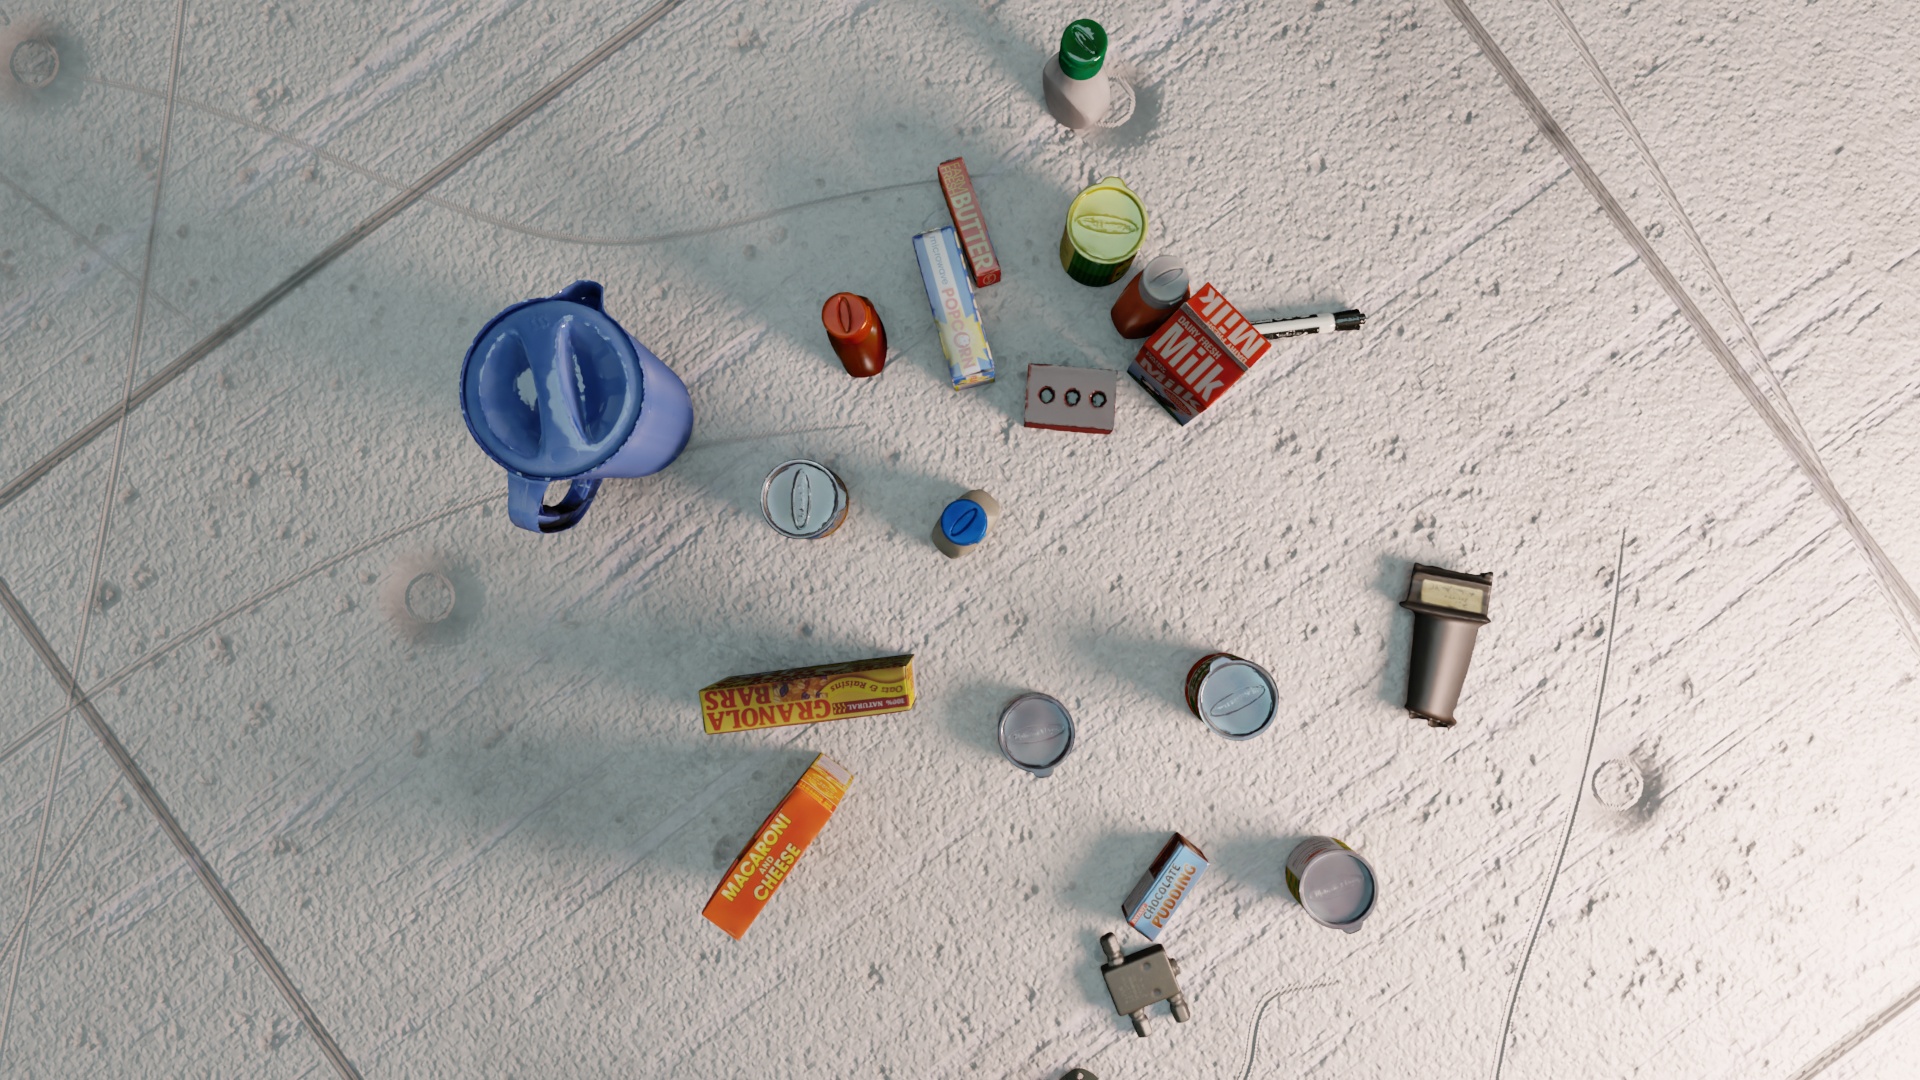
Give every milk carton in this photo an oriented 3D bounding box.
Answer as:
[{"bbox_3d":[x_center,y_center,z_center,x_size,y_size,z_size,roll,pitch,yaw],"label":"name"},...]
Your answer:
[{"bbox_3d":[0.191,-0.149,1.118,0.073,0.190,0.072,-44,89,0],"label":"milk carton"}]

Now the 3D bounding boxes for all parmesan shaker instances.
[{"bbox_3d":[0.119,-0.257,1.165,0.071,0.103,0.071,0,89,1],"label":"parmesan shaker"}]

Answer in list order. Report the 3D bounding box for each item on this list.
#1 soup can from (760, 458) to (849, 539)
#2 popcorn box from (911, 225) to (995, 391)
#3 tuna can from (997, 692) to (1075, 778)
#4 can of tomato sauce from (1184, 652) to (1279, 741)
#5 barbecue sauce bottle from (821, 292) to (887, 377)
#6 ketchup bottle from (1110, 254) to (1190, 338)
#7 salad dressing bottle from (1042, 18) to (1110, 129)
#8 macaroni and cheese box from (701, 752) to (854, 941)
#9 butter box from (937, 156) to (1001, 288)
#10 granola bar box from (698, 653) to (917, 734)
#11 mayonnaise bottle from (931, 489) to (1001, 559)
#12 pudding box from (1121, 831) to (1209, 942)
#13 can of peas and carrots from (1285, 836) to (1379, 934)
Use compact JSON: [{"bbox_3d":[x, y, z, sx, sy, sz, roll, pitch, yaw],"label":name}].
[{"bbox_3d":[-0.127,-0.033,1.174,0.071,0.084,0.071,0,89,1],"label":"soup can"},{"bbox_3d":[-0.005,-0.194,1.175,0.038,0.085,0.126,-16,89,1],"label":"popcorn box"},{"bbox_3d":[0.065,0.166,1.193,0.071,0.033,0.071,0,89,1],"label":"tuna can"},{"bbox_3d":[0.225,0.128,1.165,0.071,0.083,0.071,0,89,1],"label":"can of tomato sauce"},{"bbox_3d":[-0.087,-0.174,1.144,0.044,0.148,0.065,-7,89,1],"label":"barbecue sauce bottle"},{"bbox_3d":[0.161,-0.201,1.140,0.065,0.149,0.043,-27,89,1],"label":"ketchup bottle"},{"bbox_3d":[0.098,-0.384,1.145,0.044,0.147,0.064,-42,89,1],"label":"salad dressing bottle"},{"bbox_3d":[-0.145,0.243,1.128,0.040,0.166,0.123,37,90,1],"label":"macaroni and cheese box"},{"bbox_3d":[0.007,-0.272,1.192,0.024,0.053,0.103,-19,89,1],"label":"butter box"},{"bbox_3d":[-0.121,0.127,1.151,0.166,0.124,0.039,-7,89,1],"label":"granola bar box"},{"bbox_3d":[0.004,-0.014,1.139,0.041,0.148,0.065,44,90,1],"label":"mayonnaise bottle"},{"bbox_3d":[0.173,0.293,1.180,0.030,0.049,0.083,36,90,1],"label":"pudding box"},{"bbox_3d":[0.314,0.290,1.173,0.071,0.059,0.071,0,89,1],"label":"can of peas and carrots"}]
